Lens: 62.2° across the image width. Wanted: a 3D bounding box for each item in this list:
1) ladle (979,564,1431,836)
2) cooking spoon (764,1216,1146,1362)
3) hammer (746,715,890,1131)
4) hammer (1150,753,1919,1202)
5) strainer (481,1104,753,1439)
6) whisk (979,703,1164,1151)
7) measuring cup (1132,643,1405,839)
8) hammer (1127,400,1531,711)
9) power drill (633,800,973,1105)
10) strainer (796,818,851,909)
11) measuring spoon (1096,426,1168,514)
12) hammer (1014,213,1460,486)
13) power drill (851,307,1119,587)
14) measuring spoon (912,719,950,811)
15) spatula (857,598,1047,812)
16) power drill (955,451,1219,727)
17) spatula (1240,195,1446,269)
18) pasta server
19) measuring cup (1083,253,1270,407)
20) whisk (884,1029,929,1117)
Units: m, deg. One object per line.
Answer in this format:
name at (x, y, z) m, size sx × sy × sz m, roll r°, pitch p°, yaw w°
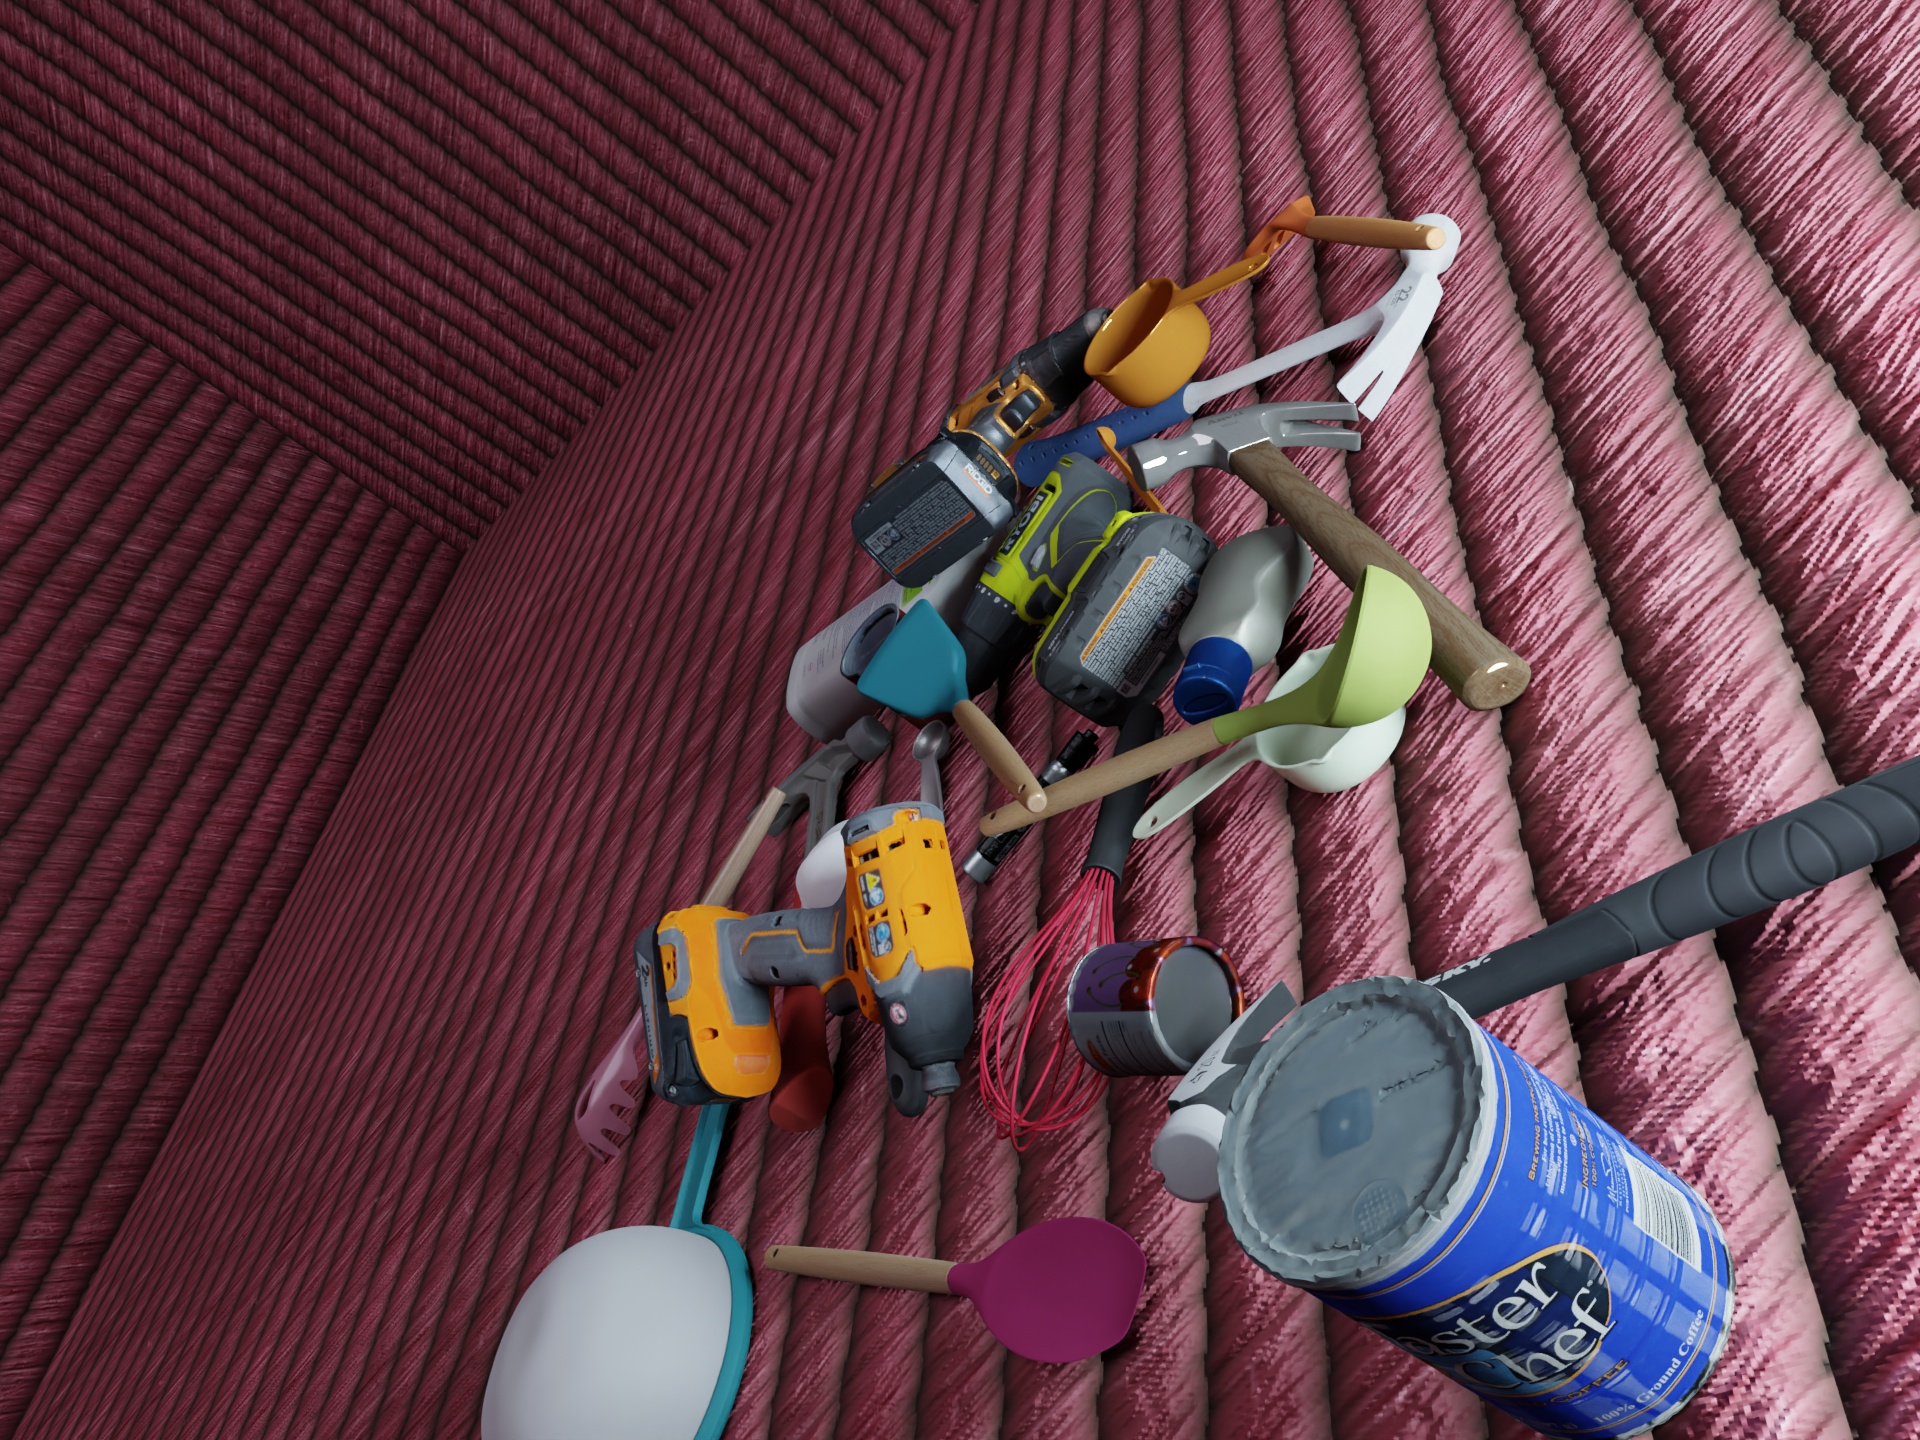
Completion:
ladle at (0.108, 0.006, 0.829) m, size 0.320 × 0.062 × 0.078 m, roll -26°, pitch 33°, yaw 45°
cooking spoon at (-0.016, 0.288, 0.826) m, size 0.319 × 0.017 × 0.069 m, roll -18°, pitch 42°, yaw 50°
hammer at (-0.114, 0.147, 1.151) m, size 0.149 × 0.036 × 0.359 m, roll -41°, pitch 28°, yaw 26°
hammer at (0.230, 0.083, 0.597) m, size 0.335 × 0.035 × 0.146 m, roll -31°, pitch -2°, yaw 25°
strainer at (-0.216, 0.345, 1.008) m, size 0.211 × 0.095 × 0.341 m, roll -31°, pitch 35°, yaw 39°
whisk at (0.072, 0.101, 0.870) m, size 0.073 × 0.073 × 0.296 m, roll -27°, pitch 31°, yaw 44°
measuring cup at (0.161, 0.026, 0.834) m, size 0.167 × 0.038 × 0.083 m, roll -39°, pitch 29°, yaw 32°
hammer at (0.209, -0.101, 0.872) m, size 0.130 × 0.031 × 0.332 m, roll -20°, pitch 35°, yaw -5°
power drill at (-0.088, 0.160, 0.943) m, size 0.226 × 0.084 × 0.164 m, roll -26°, pitch 66°, yaw 32°
strainer at (-0.119, 0.148, 1.059) m, size 0.258 × 0.050 × 0.087 m, roll -49°, pitch 48°, yaw 30°
measuring spoon at (0.126, -0.175, 1.132) m, size 0.011 × 0.021 × 0.117 m, roll -29°, pitch 49°, yaw -1°
hammer at (0.171, -0.230, 1.140) m, size 0.405 × 0.035 × 0.144 m, roll -13°, pitch 47°, yaw 54°
power drill at (0.030, -0.214, 1.197) m, size 0.185 × 0.084 × 0.226 m, roll -32°, pitch 18°, yaw 42°
measuring spoon at (-0.016, 0.050, 1.139) m, size 0.034 × 0.018 × 0.124 m, roll -38°, pitch 36°, yaw 30°
spatula at (-0.002, -0.003, 1.006) m, size 0.082 × 0.044 × 0.318 m, roll -53°, pitch 20°, yaw 5°
power drill at (0.071, -0.078, 1.074) m, size 0.190 × 0.080 × 0.229 m, roll -56°, pitch 23°, yaw 4°
spatula at (0.251, -0.321, 1.060) m, size 0.081 × 0.041 × 0.323 m, roll -41°, pitch 20°, yaw 5°
pasta server at (-0.215, 0.194, 1.233) m, size 0.316 × 0.040 × 0.060 m, roll -60°, pitch 26°, yaw -3°
measuring cup at (0.163, -0.274, 1.108) m, size 0.173 × 0.052 × 0.095 m, roll -14°, pitch 45°, yaw 51°
whisk at (-0.034, 0.149, 1.008) m, size 0.055 × 0.055 × 0.239 m, roll -40°, pitch 33°, yaw 27°
